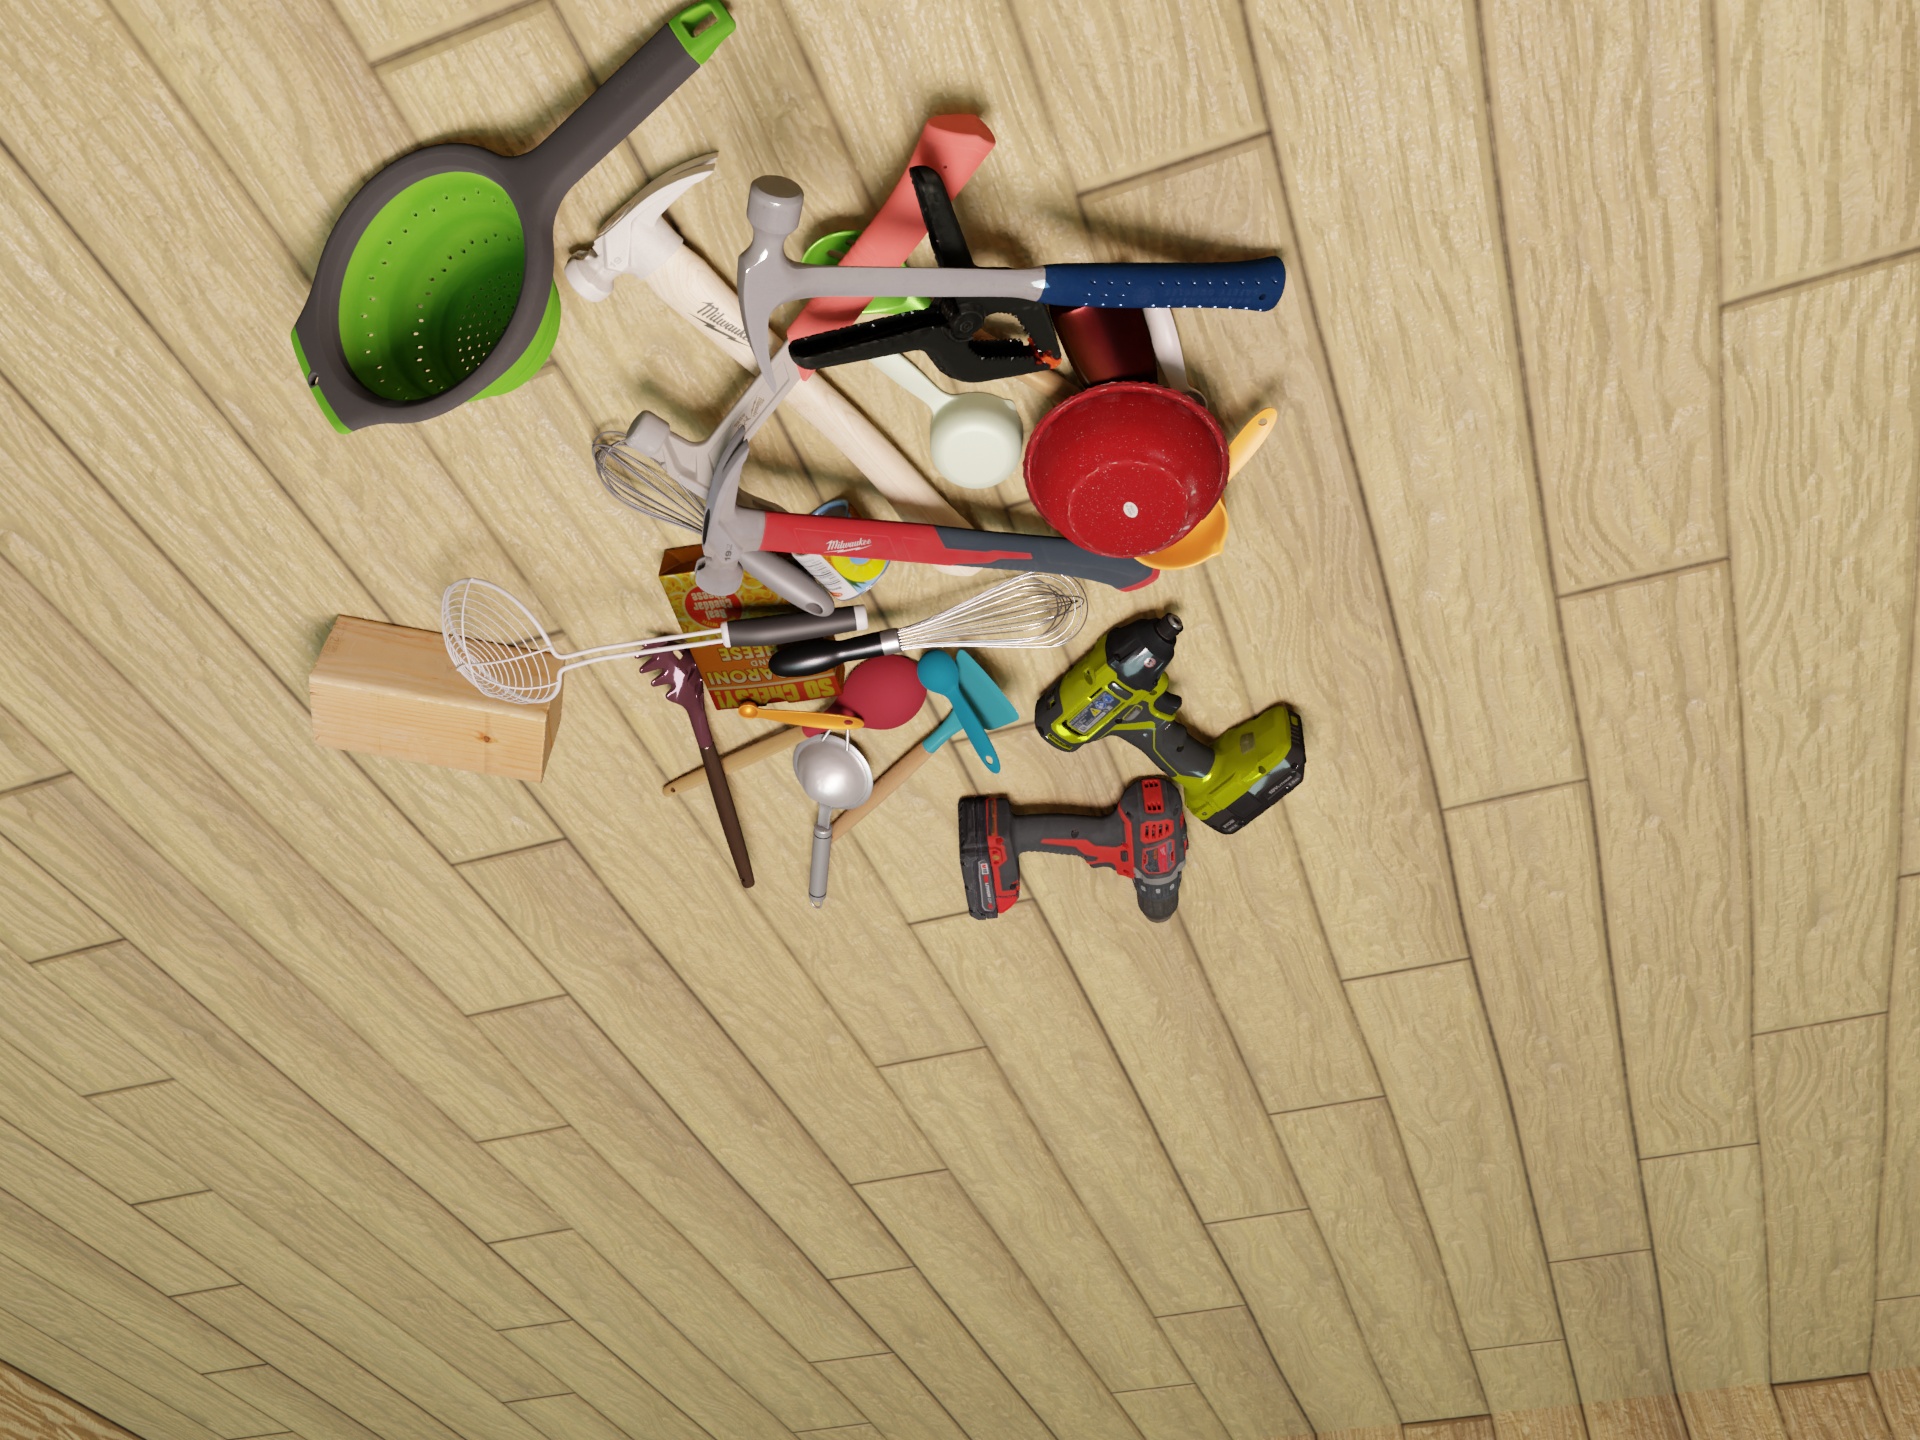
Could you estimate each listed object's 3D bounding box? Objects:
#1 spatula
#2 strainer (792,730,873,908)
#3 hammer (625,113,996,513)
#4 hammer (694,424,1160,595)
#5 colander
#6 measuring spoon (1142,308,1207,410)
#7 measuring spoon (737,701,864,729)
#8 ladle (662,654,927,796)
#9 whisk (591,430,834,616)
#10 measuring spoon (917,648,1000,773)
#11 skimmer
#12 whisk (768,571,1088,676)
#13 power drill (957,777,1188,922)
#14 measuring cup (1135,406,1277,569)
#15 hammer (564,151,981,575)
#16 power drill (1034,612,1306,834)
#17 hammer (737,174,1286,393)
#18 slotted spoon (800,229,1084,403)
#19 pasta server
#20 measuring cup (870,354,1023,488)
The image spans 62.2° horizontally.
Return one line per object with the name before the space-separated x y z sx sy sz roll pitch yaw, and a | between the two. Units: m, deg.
spatula | -0.052 0.042 1.533 0.082 0.044 0.317 49 128 3
strainer | -0.136 0.105 1.589 0.087 0.050 0.258 21 134 13
hammer | -0.091 -0.289 1.167 0.149 0.037 0.359 29 125 -27
hammer | -0.011 -0.153 1.280 0.386 0.038 0.143 2 134 -20
colander | -0.294 -0.347 1.125 0.397 0.205 0.094 -37 159 14
measuring spoon | 0.162 -0.283 1.229 0.034 0.018 0.124 -16 125 11
measuring spoon | -0.146 -0.005 1.460 0.117 0.011 0.021 7 140 -11
ladle | -0.168 0.017 1.523 0.315 0.031 0.069 -23 101 27
whisk | -0.202 -0.159 1.312 0.239 0.055 0.055 35 127 -12
measuring spoon | -0.002 -0.005 1.440 0.042 0.021 0.128 -28 93 43
skimmer | -0.264 -0.084 1.371 0.363 0.090 0.127 -8 131 -4
whisk | -0.029 -0.074 1.384 0.284 0.070 0.070 -12 133 3
power drill | 0.118 0.144 1.609 0.226 0.080 0.187 -6 134 4
measuring cup | 0.196 -0.199 1.282 0.095 0.052 0.173 24 129 -20
hammer | -0.107 -0.256 1.249 0.146 0.038 0.410 -31 126 27
power drill | 0.204 0.001 1.462 0.223 0.080 0.171 31 128 -21
hammer | 0.042 -0.297 1.097 0.405 0.035 0.144 -6 139 -23
slotted spoon | 0.018 -0.286 1.220 0.313 0.031 0.070 25 128 -23
pasta server | -0.243 0.048 1.527 0.060 0.040 0.316 15 133 29
measuring cup | -0.019 -0.243 1.253 0.167 0.038 0.083 35 127 -30
